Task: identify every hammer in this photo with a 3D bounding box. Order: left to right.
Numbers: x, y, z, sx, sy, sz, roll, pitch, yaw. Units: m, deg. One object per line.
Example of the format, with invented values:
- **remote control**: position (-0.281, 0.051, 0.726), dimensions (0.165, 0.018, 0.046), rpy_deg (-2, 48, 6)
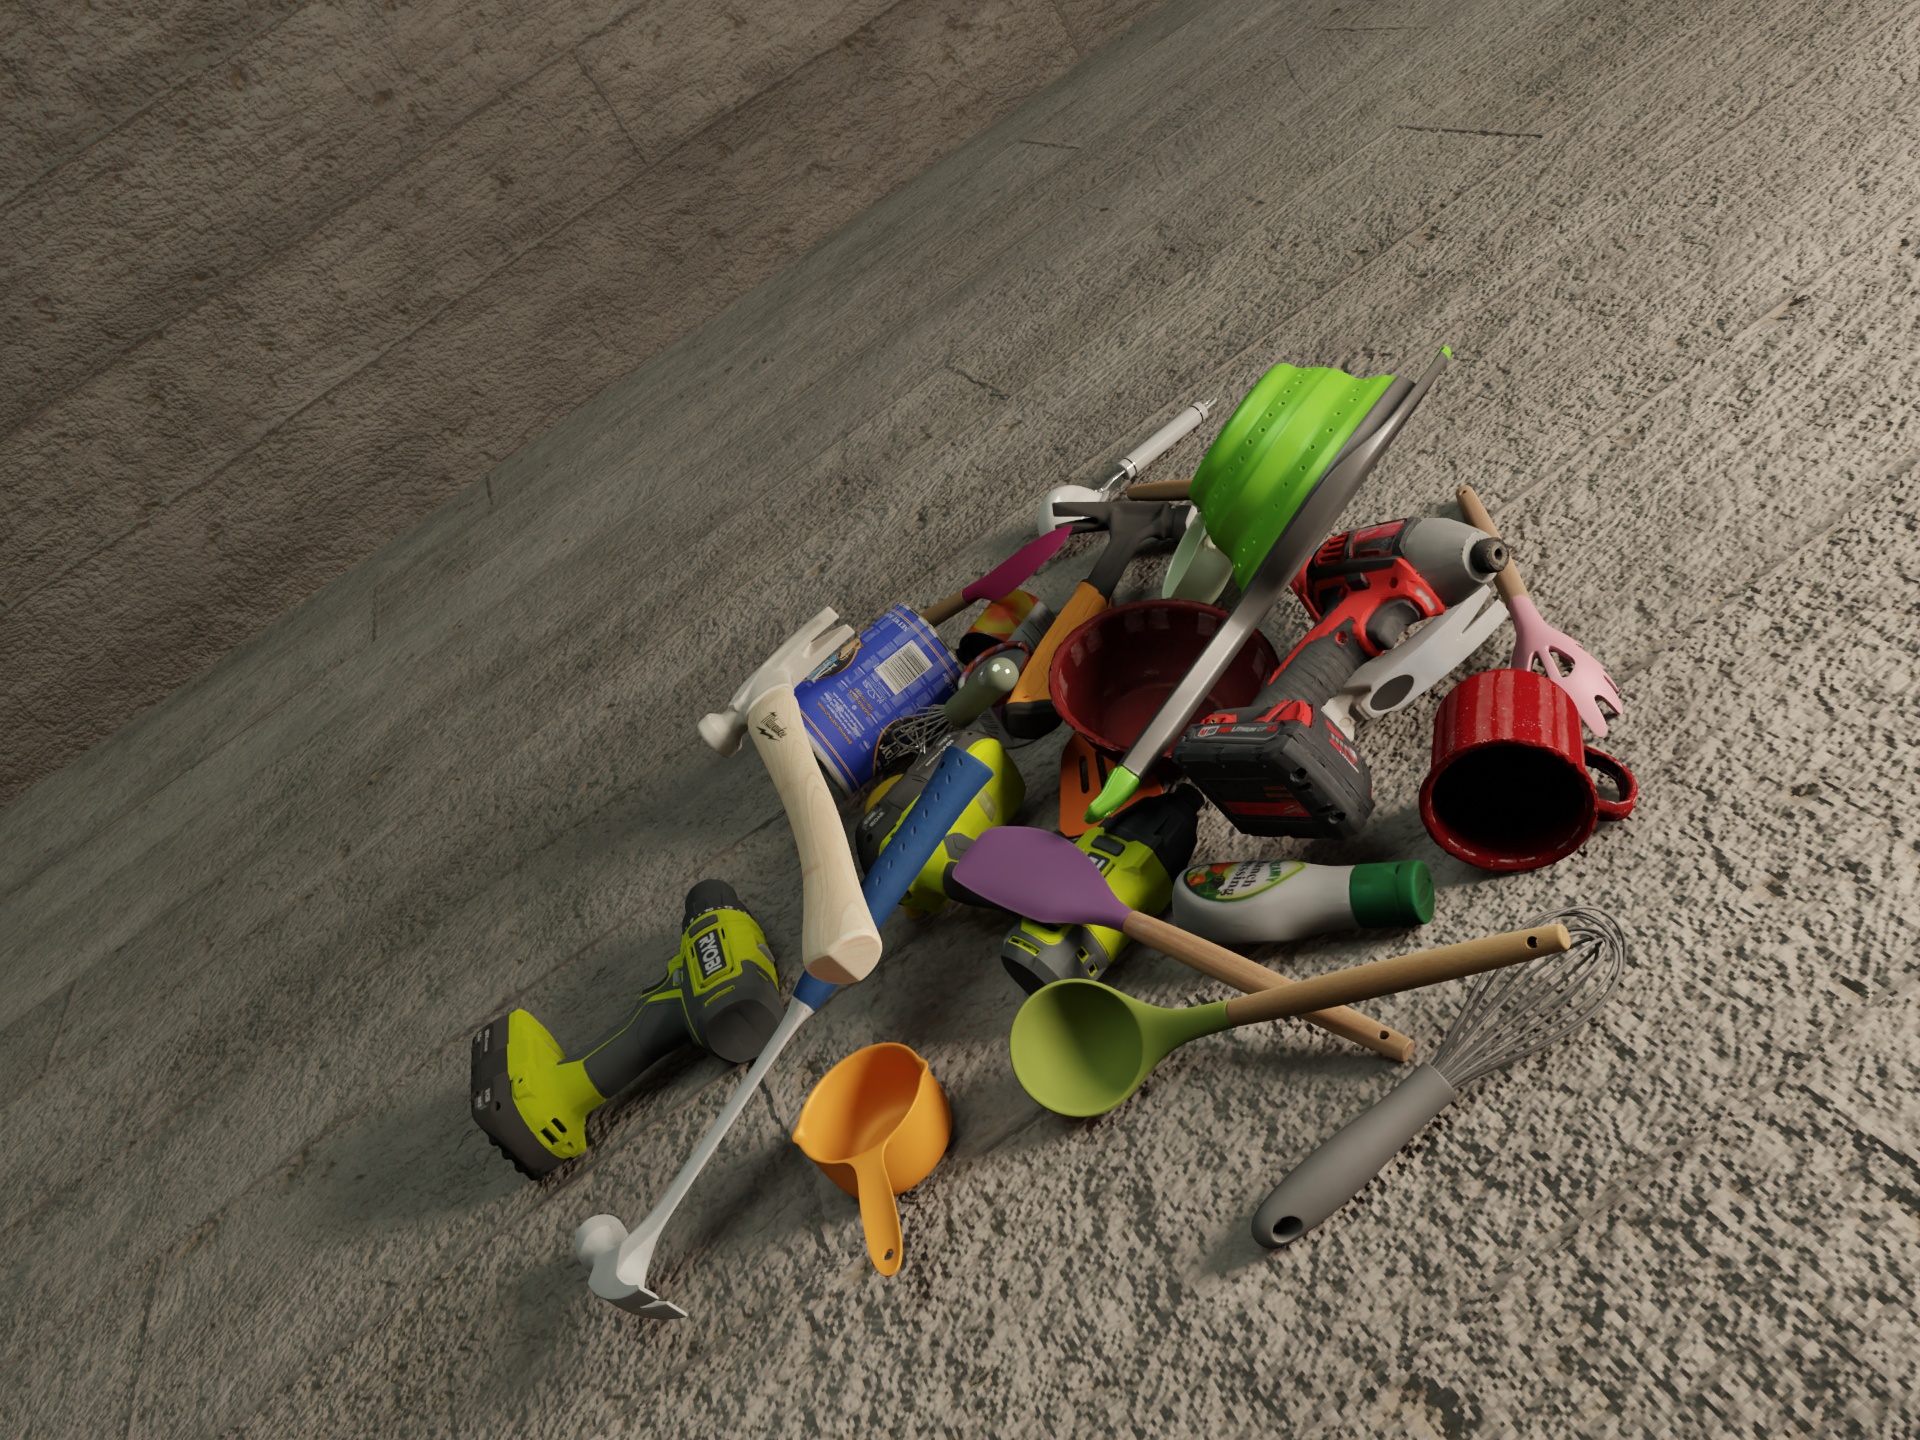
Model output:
- **hammer**: position (-0.103, 0.190, 1.006), dimensions (0.405, 0.035, 0.144), rpy_deg (-56, 21, -12)
- **hammer**: position (-0.102, 0.046, 1.107), dimensions (0.146, 0.038, 0.411), rpy_deg (-43, 28, 7)
- **hammer**: position (0.091, -0.089, 1.256), dimensions (0.127, 0.034, 0.337), rpy_deg (4, 34, 20)
- **hammer**: position (0.271, -0.120, 1.180), dimensions (0.143, 0.038, 0.387), rpy_deg (-40, 25, 16)

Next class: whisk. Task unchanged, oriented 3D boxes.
- **whisk**: position (-0.002, -0.004, 1.189), dimensions (0.246, 0.059, 0.058), rpy_deg (139, 150, -69)
- **whisk**: position (0.234, 0.177, 0.785), dimensions (0.239, 0.055, 0.055), rpy_deg (-40, 29, -4)

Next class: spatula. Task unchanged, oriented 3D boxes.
- **spatula**: position (0.113, -0.027, 1.241), dimensions (0.081, 0.041, 0.323), rpy_deg (-23, 27, 19)
- **spatula**: position (0.120, 0.125, 0.926), dimensions (0.316, 0.018, 0.060), rpy_deg (22, 63, 40)
- **spatula**: position (0.202, -0.204, 1.325), dimensions (0.082, 0.044, 0.318), rpy_deg (-28, 13, -12)

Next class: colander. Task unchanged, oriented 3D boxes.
- **colander**: position (0.171, -0.109, 1.047), dimensions (0.397, 0.094, 0.204), rpy_deg (-52, -8, -15)

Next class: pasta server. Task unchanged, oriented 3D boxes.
- **pasta server**: position (0.369, -0.083, 1.061), dimensions (0.060, 0.040, 0.316), rpy_deg (-24, 26, 18)

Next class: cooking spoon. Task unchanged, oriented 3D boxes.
- **cooking spoon**: position (-0.008, -0.099, 1.379), dimensions (0.319, 0.017, 0.069), rpy_deg (-27, 24, 51)

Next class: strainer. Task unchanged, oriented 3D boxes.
- **strainer**: position (0.148, -0.234, 1.497), dimensions (0.258, 0.050, 0.087), rpy_deg (-39, 12, -17)

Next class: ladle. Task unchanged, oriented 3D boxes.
- **ladle**: position (0.160, 0.150, 0.839), dimensions (0.320, 0.062, 0.078), rpy_deg (-22, 71, 37)

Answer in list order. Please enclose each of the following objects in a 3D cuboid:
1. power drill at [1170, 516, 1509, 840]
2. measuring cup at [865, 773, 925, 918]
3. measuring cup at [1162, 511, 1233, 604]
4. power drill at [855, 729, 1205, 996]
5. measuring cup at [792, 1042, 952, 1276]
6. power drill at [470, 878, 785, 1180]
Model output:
- **power drill**: position (0.238, -0.036, 0.969), dimensions (0.220, 0.078, 0.143), rpy_deg (-53, 22, -21)
- **measuring cup**: position (-0.044, 0.093, 1.208), dimensions (0.062, 0.029, 0.157), rpy_deg (-28, 30, 11)
- **measuring cup**: position (0.205, -0.140, 1.219), dimensions (0.167, 0.038, 0.083), rpy_deg (129, 163, -62)
- **power drill**: position (0.047, 0.087, 1.076), dimensions (0.171, 0.080, 0.223), rpy_deg (-47, 37, -20)
- **measuring cup**: position (-0.041, 0.266, 0.925), dimensions (0.095, 0.052, 0.174), rpy_deg (-30, 31, 7)
- **power drill**: position (-0.243, 0.218, 1.178), dimensions (0.228, 0.080, 0.191), rpy_deg (-32, 29, -1)
